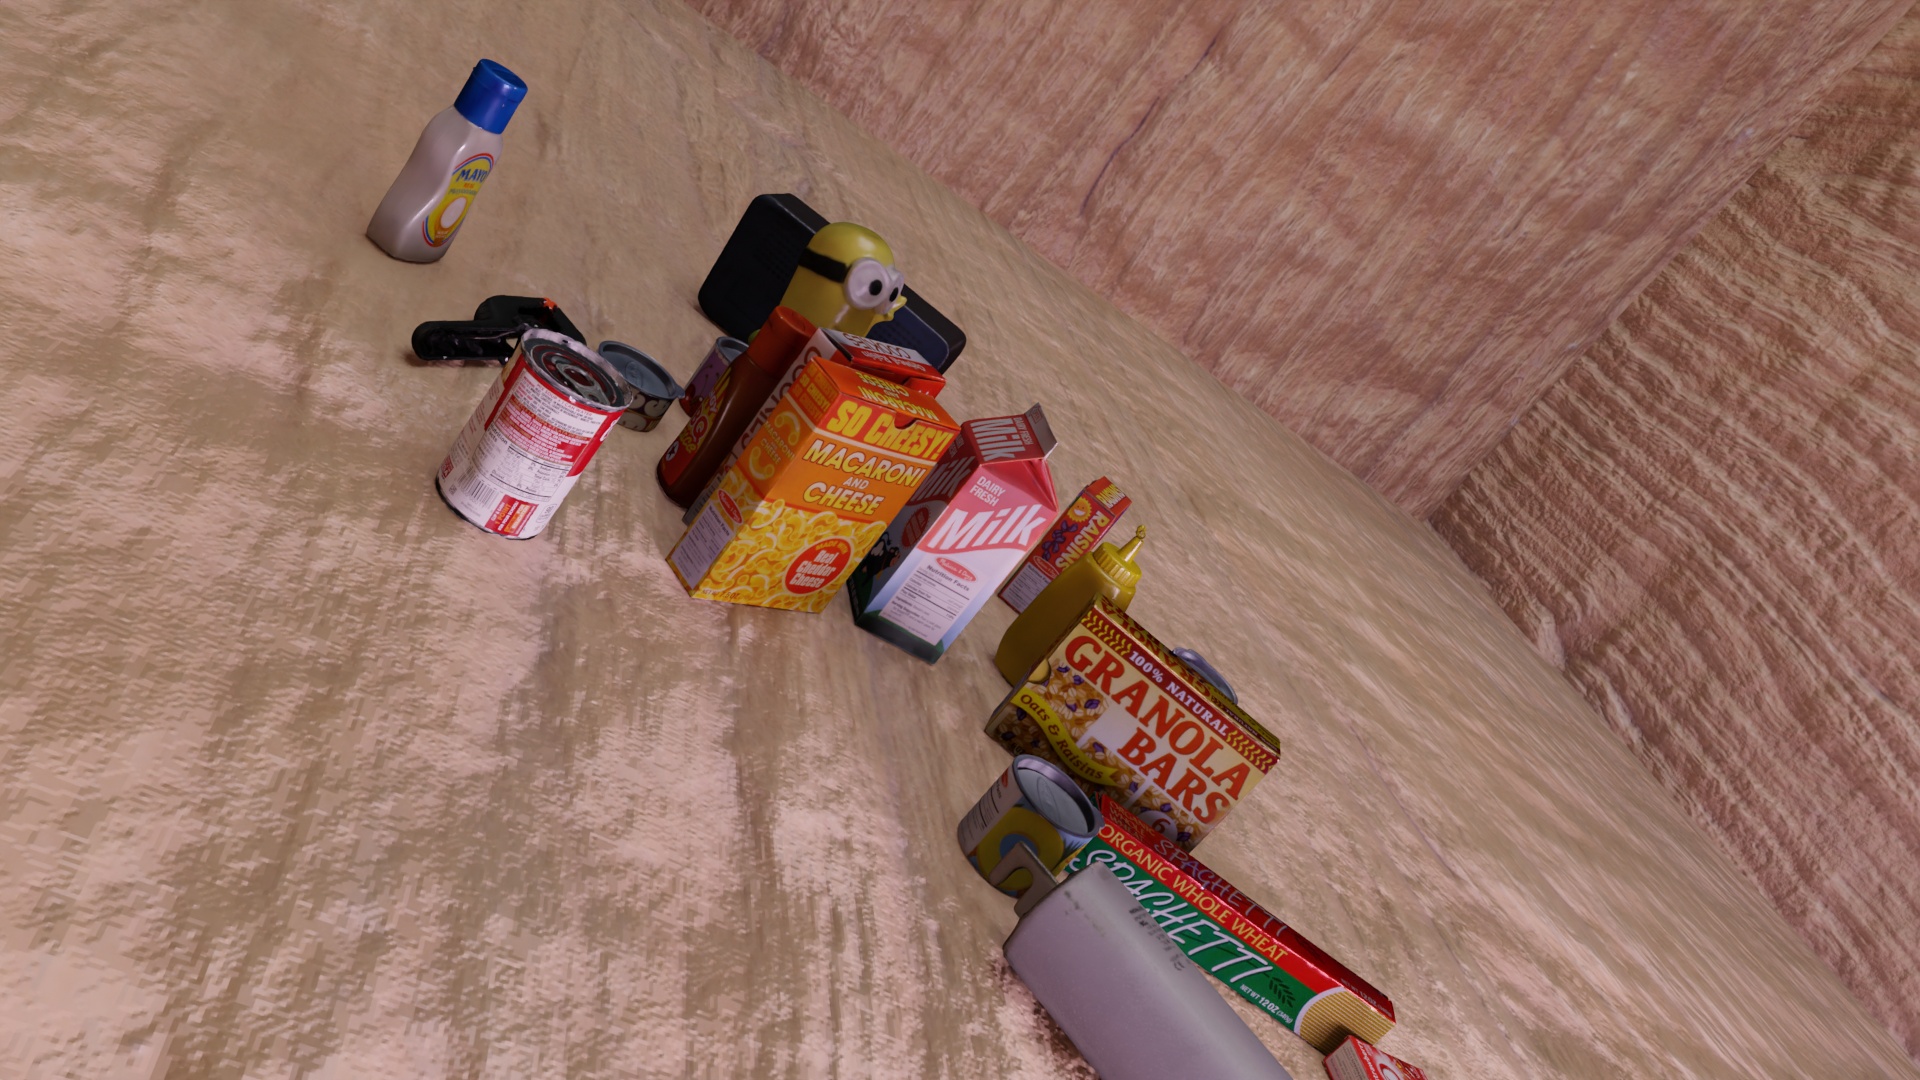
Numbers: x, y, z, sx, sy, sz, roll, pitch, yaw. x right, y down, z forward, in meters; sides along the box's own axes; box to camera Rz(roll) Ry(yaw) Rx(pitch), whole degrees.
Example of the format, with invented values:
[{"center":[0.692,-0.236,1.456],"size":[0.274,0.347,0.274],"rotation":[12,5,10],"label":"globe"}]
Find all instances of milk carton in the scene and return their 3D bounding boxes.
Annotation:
[{"center":[0.004,-0.012,0.989],"size":[0.073,0.190,0.072],"rotation":[30,20,-25],"label":"milk carton"}]

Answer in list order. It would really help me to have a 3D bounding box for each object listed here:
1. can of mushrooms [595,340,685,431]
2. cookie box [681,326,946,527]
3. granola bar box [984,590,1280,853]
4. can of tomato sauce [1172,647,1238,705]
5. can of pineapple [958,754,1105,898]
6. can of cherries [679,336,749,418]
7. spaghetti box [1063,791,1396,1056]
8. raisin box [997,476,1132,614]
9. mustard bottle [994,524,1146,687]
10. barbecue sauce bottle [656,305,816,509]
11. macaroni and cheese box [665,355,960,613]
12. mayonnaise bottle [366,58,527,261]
[{"center":[-0.239,-0.111,1.011],"size":[0.071,0.033,0.071],"rotation":[34,19,-13],"label":"can of mushrooms"},{"center":[-0.097,-0.063,0.954],"size":[0.040,0.167,0.123],"rotation":[46,20,21],"label":"cookie box"},{"center":[0.119,0.135,0.965],"size":[0.165,0.124,0.039],"rotation":[39,18,1],"label":"granola bar box"},{"center":[0.171,0.137,1.122],"size":[0.071,0.083,0.071],"rotation":[34,19,-13],"label":"can of tomato sauce"},{"center":[0.042,0.174,0.837],"size":[0.071,0.057,0.071],"rotation":[34,19,-13],"label":"can of pineapple"},{"center":[-0.178,-0.117,1.098],"size":[0.071,0.058,0.072],"rotation":[34,19,-13],"label":"can of cherries"},{"center":[0.171,0.254,0.903],"size":[0.250,0.050,0.029],"rotation":[36,18,-8],"label":"spaghetti box"},{"center":[0.092,0.006,1.216],"size":[0.040,0.123,0.086],"rotation":[41,18,7],"label":"raisin box"},{"center":[0.094,0.051,1.057],"size":[0.065,0.159,0.049],"rotation":[48,20,24],"label":"mustard bottle"},{"center":[-0.151,-0.091,0.950],"size":[0.043,0.148,0.065],"rotation":[29,21,-29],"label":"barbecue sauce bottle"},{"center":[-0.091,-0.029,0.889],"size":[0.124,0.166,0.040],"rotation":[12,32,-54],"label":"macaroni and cheese box"},{"center":[-0.355,-0.264,0.971],"size":[0.041,0.147,0.065],"rotation":[41,18,5],"label":"mayonnaise bottle"}]
